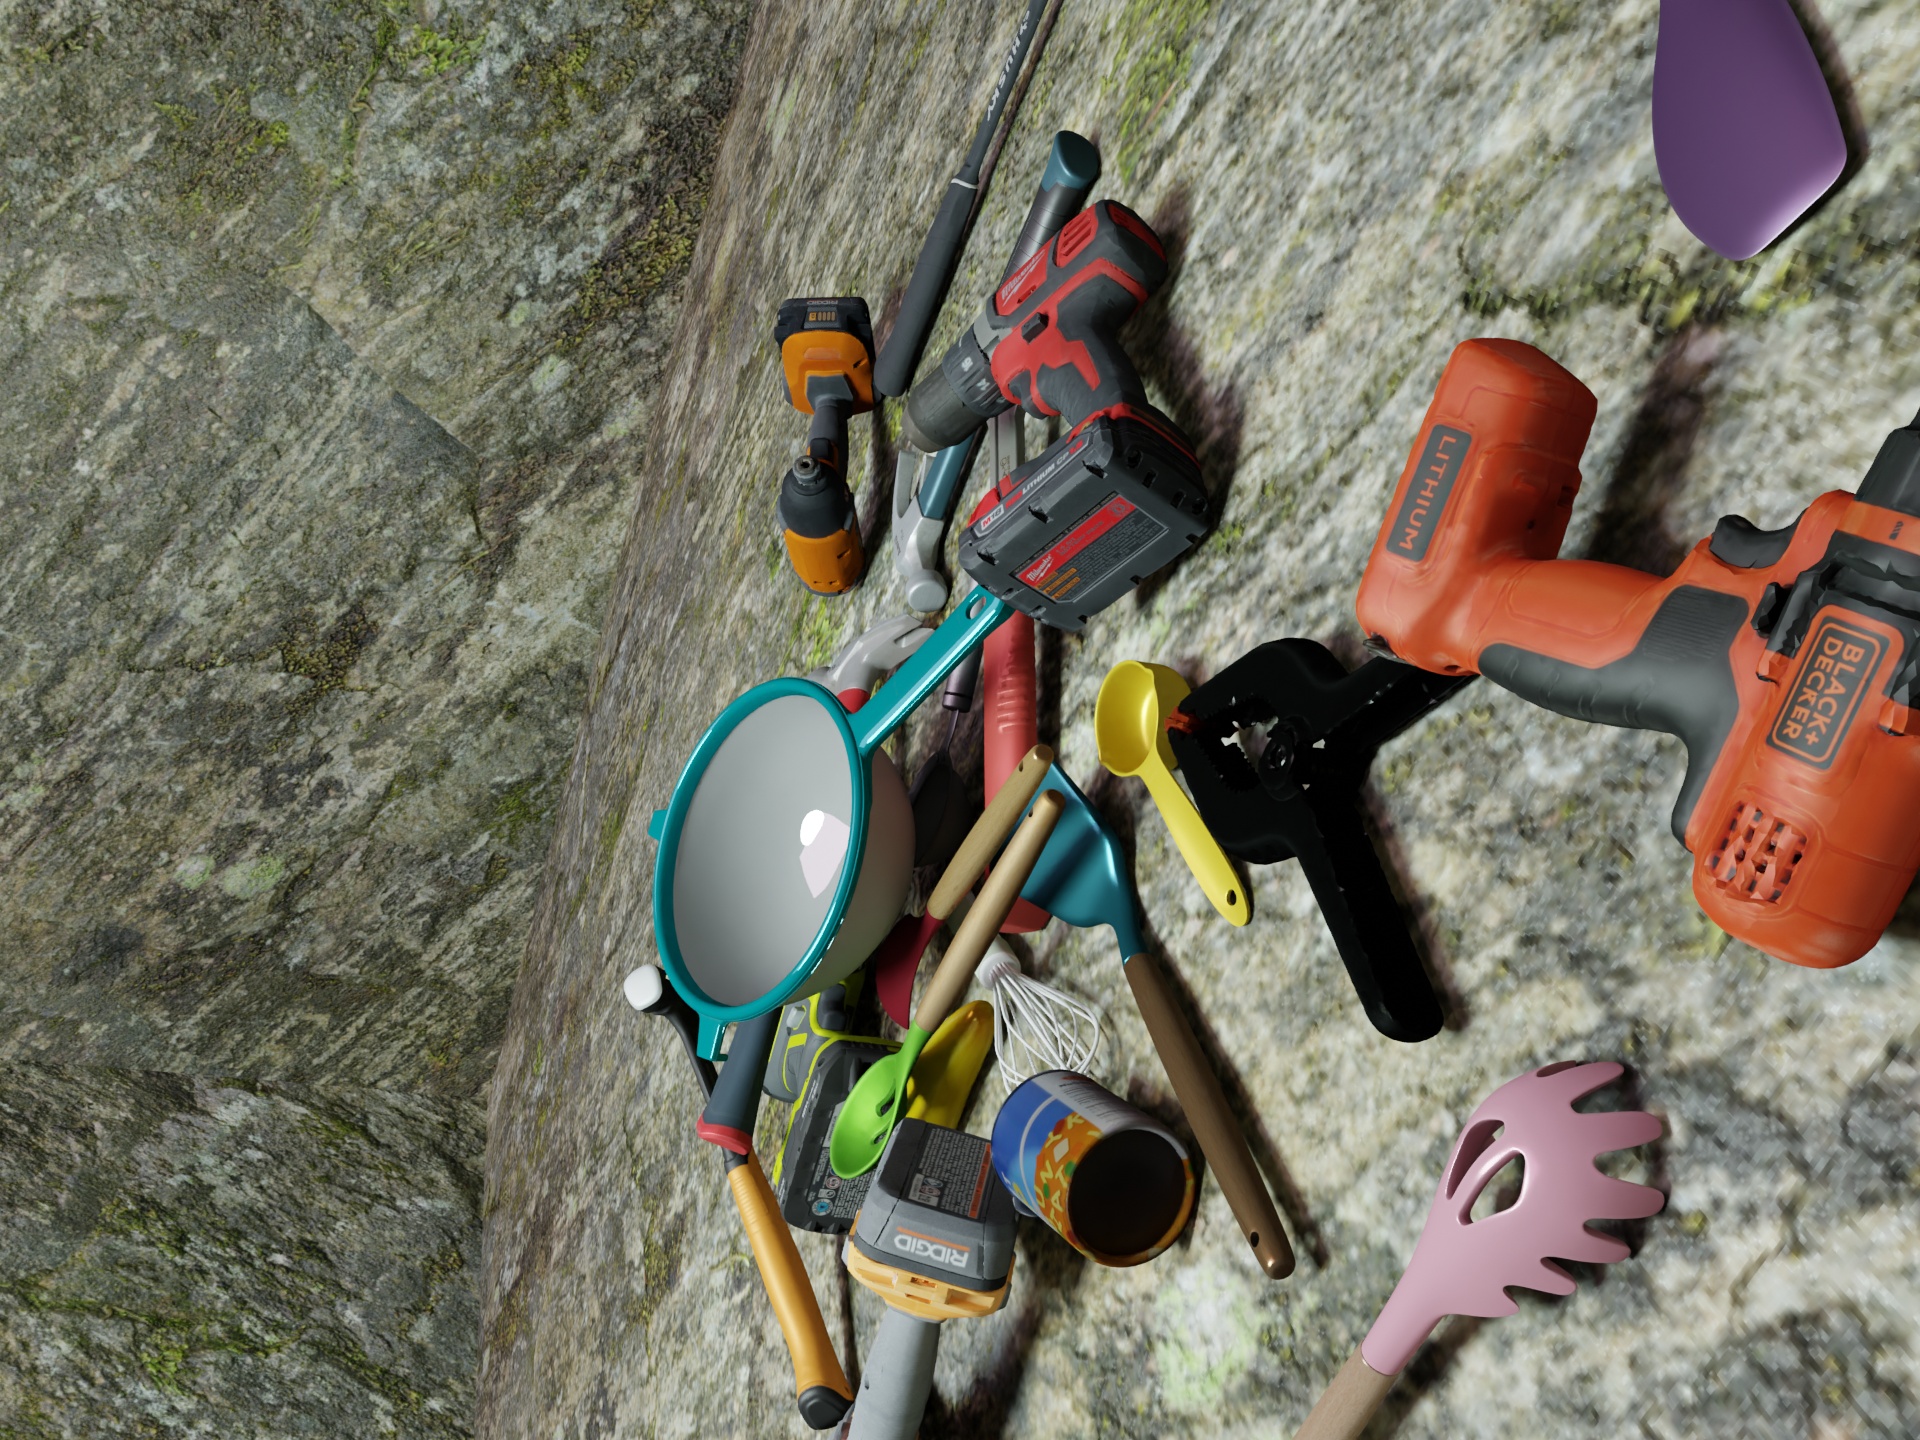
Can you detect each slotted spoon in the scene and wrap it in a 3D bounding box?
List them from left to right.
[{"bbox_3d":[-0.009,0.150,0.866,0.070,0.031,0.313,-93,23,-49],"label":"slotted spoon"}]

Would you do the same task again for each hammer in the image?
[{"bbox_3d":[-0.145,0.329,1.119,0.034,0.127,0.337,-33,58,8],"label":"hammer"},{"bbox_3d":[-0.101,0.102,1.088,0.143,0.038,0.387,-29,39,48],"label":"hammer"},{"bbox_3d":[0.012,-0.417,1.197,0.149,0.036,0.408,-101,29,-43],"label":"hammer"},{"bbox_3d":[0.018,-0.240,1.095,0.128,0.033,0.330,-105,32,-48],"label":"hammer"},{"bbox_3d":[0.023,-0.051,0.949,0.149,0.036,0.359,-23,60,46],"label":"hammer"}]

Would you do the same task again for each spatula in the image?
[{"bbox_3d":[0.079,0.128,0.727,0.318,0.044,0.082,-113,41,-58],"label":"spatula"},{"bbox_3d":[0.236,-0.283,0.546,0.059,0.018,0.316,129,145,-55],"label":"spatula"}]

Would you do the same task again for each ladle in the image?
[{"bbox_3d":[-0.004,0.095,0.885,0.315,0.031,0.069,119,154,-55],"label":"ladle"}]

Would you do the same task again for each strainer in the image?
[{"bbox_3d":[-0.055,0.045,0.956,0.340,0.095,0.211,-46,45,26],"label":"strainer"},{"bbox_3d":[-0.002,-0.003,1.019,0.087,0.050,0.258,176,108,-70],"label":"strainer"}]

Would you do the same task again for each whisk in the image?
[{"bbox_3d":[0.025,0.143,0.884,0.059,0.057,0.246,-43,22,1],"label":"whisk"}]

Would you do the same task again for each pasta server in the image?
[{"bbox_3d":[0.141,0.234,0.547,0.060,0.040,0.316,-108,30,-52],"label":"pasta server"}]

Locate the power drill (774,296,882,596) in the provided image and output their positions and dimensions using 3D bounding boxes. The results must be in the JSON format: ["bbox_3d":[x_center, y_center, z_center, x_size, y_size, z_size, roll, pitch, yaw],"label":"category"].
[{"bbox_3d":[-0.113,-0.238,1.319,0.164,0.084,0.227,83,-173,-67],"label":"power drill"}]

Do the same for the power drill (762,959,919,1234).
[{"bbox_3d":[-0.085,0.217,1.090,0.229,0.080,0.190,-119,43,-64],"label":"power drill"}]

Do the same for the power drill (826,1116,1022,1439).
[{"bbox_3d":[-0.028,0.331,0.843,0.185,0.084,0.226,-44,-31,-81],"label":"power drill"}]

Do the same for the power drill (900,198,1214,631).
[{"bbox_3d":[0.041,-0.158,0.865,0.188,0.080,0.227,-36,41,33],"label":"power drill"}]

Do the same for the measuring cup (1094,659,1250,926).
[{"bbox_3d":[0.108,0.034,0.745,0.062,0.029,0.157,-64,37,37],"label":"measuring cup"}]
